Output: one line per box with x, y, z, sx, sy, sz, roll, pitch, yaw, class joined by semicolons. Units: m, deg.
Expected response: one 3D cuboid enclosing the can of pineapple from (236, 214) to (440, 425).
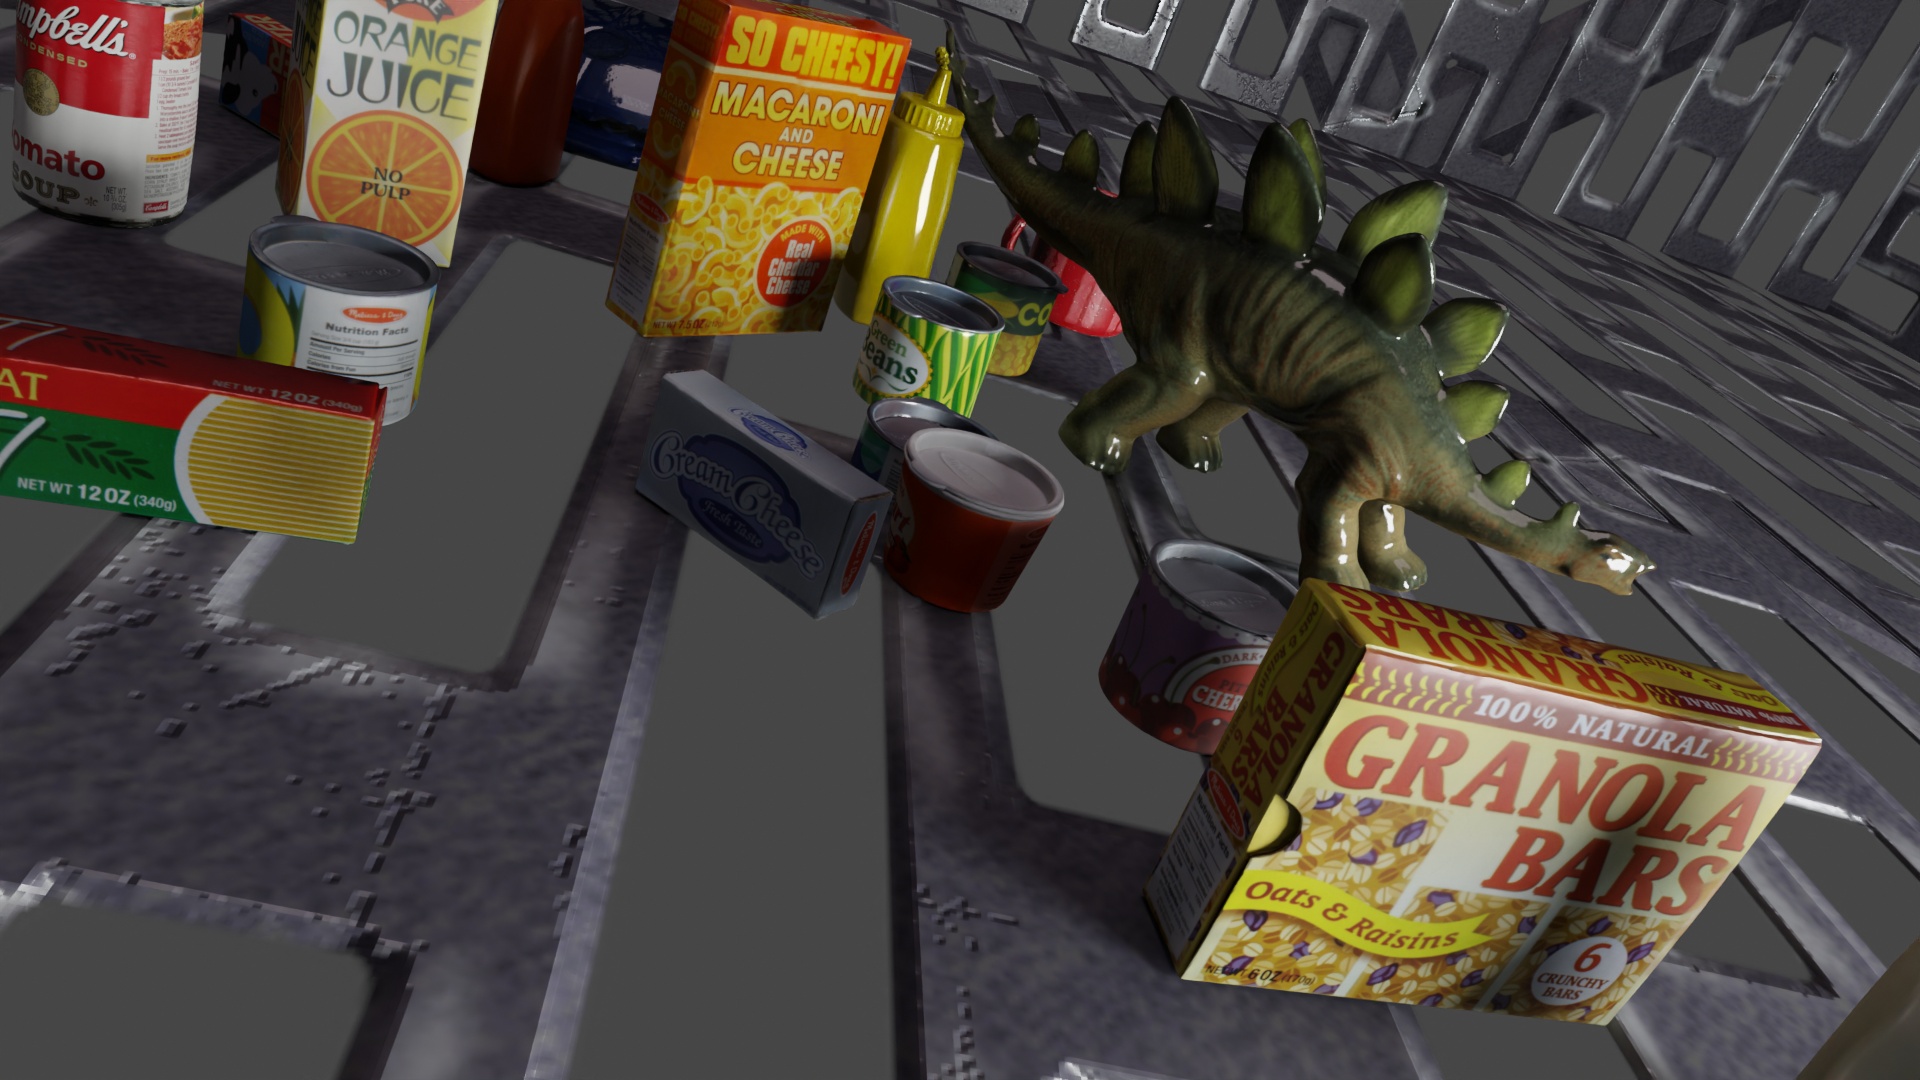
-0.239;-0.084;0.532;0.071;0.057;0.071;17;26;-8;can of pineapple

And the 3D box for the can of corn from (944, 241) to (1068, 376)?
0.022;-0.137;0.827;0.071;0.058;0.071;17;26;-8;can of corn

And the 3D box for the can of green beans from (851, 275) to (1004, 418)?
-0.018;-0.098;0.724;0.071;0.057;0.071;17;26;-8;can of green beans

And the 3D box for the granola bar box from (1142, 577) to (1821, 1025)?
0.156;0.086;0.424;0.166;0.123;0.039;12;27;-18;granola bar box

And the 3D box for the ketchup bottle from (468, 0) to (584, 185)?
-0.246;-0.284;0.808;0.043;0.148;0.065;25;26;7;ketchup bottle

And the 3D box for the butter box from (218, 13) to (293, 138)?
-0.357;-0.242;0.755;0.103;0.053;0.024;30;27;18;butter box

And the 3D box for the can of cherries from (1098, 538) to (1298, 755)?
0.094;0.042;0.537;0.071;0.058;0.072;17;26;-8;can of cherries

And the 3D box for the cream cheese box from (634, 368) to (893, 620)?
-0.078;-0.019;0.532;0.104;0.053;0.024;33;28;23;cream cheese box

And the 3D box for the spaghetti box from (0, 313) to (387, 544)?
-0.308;-0.044;0.413;0.250;0.050;0.029;10;28;-22;spaghetti box

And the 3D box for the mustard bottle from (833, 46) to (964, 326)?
-0.031;-0.203;0.799;0.049;0.159;0.065;8;29;-26;mustard bottle

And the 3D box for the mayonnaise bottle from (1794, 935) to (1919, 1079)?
0.270;0.138;0.381;0.041;0.147;0.065;37;30;30;mayonnaise bottle

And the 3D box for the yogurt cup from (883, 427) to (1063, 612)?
0.002;-0.007;0.568;0.072;0.053;0.073;17;26;-8;yogurt cup

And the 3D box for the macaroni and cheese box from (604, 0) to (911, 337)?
-0.104;-0.188;0.709;0.040;0.165;0.124;37;30;30;macaroni and cheese box

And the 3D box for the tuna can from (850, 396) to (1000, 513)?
-0.016;-0.037;0.636;0.071;0.032;0.071;17;26;-8;tuna can

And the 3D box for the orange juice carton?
-0.265;-0.233;0.645;0.073;0.191;0.072;2;32;-35;orange juice carton
